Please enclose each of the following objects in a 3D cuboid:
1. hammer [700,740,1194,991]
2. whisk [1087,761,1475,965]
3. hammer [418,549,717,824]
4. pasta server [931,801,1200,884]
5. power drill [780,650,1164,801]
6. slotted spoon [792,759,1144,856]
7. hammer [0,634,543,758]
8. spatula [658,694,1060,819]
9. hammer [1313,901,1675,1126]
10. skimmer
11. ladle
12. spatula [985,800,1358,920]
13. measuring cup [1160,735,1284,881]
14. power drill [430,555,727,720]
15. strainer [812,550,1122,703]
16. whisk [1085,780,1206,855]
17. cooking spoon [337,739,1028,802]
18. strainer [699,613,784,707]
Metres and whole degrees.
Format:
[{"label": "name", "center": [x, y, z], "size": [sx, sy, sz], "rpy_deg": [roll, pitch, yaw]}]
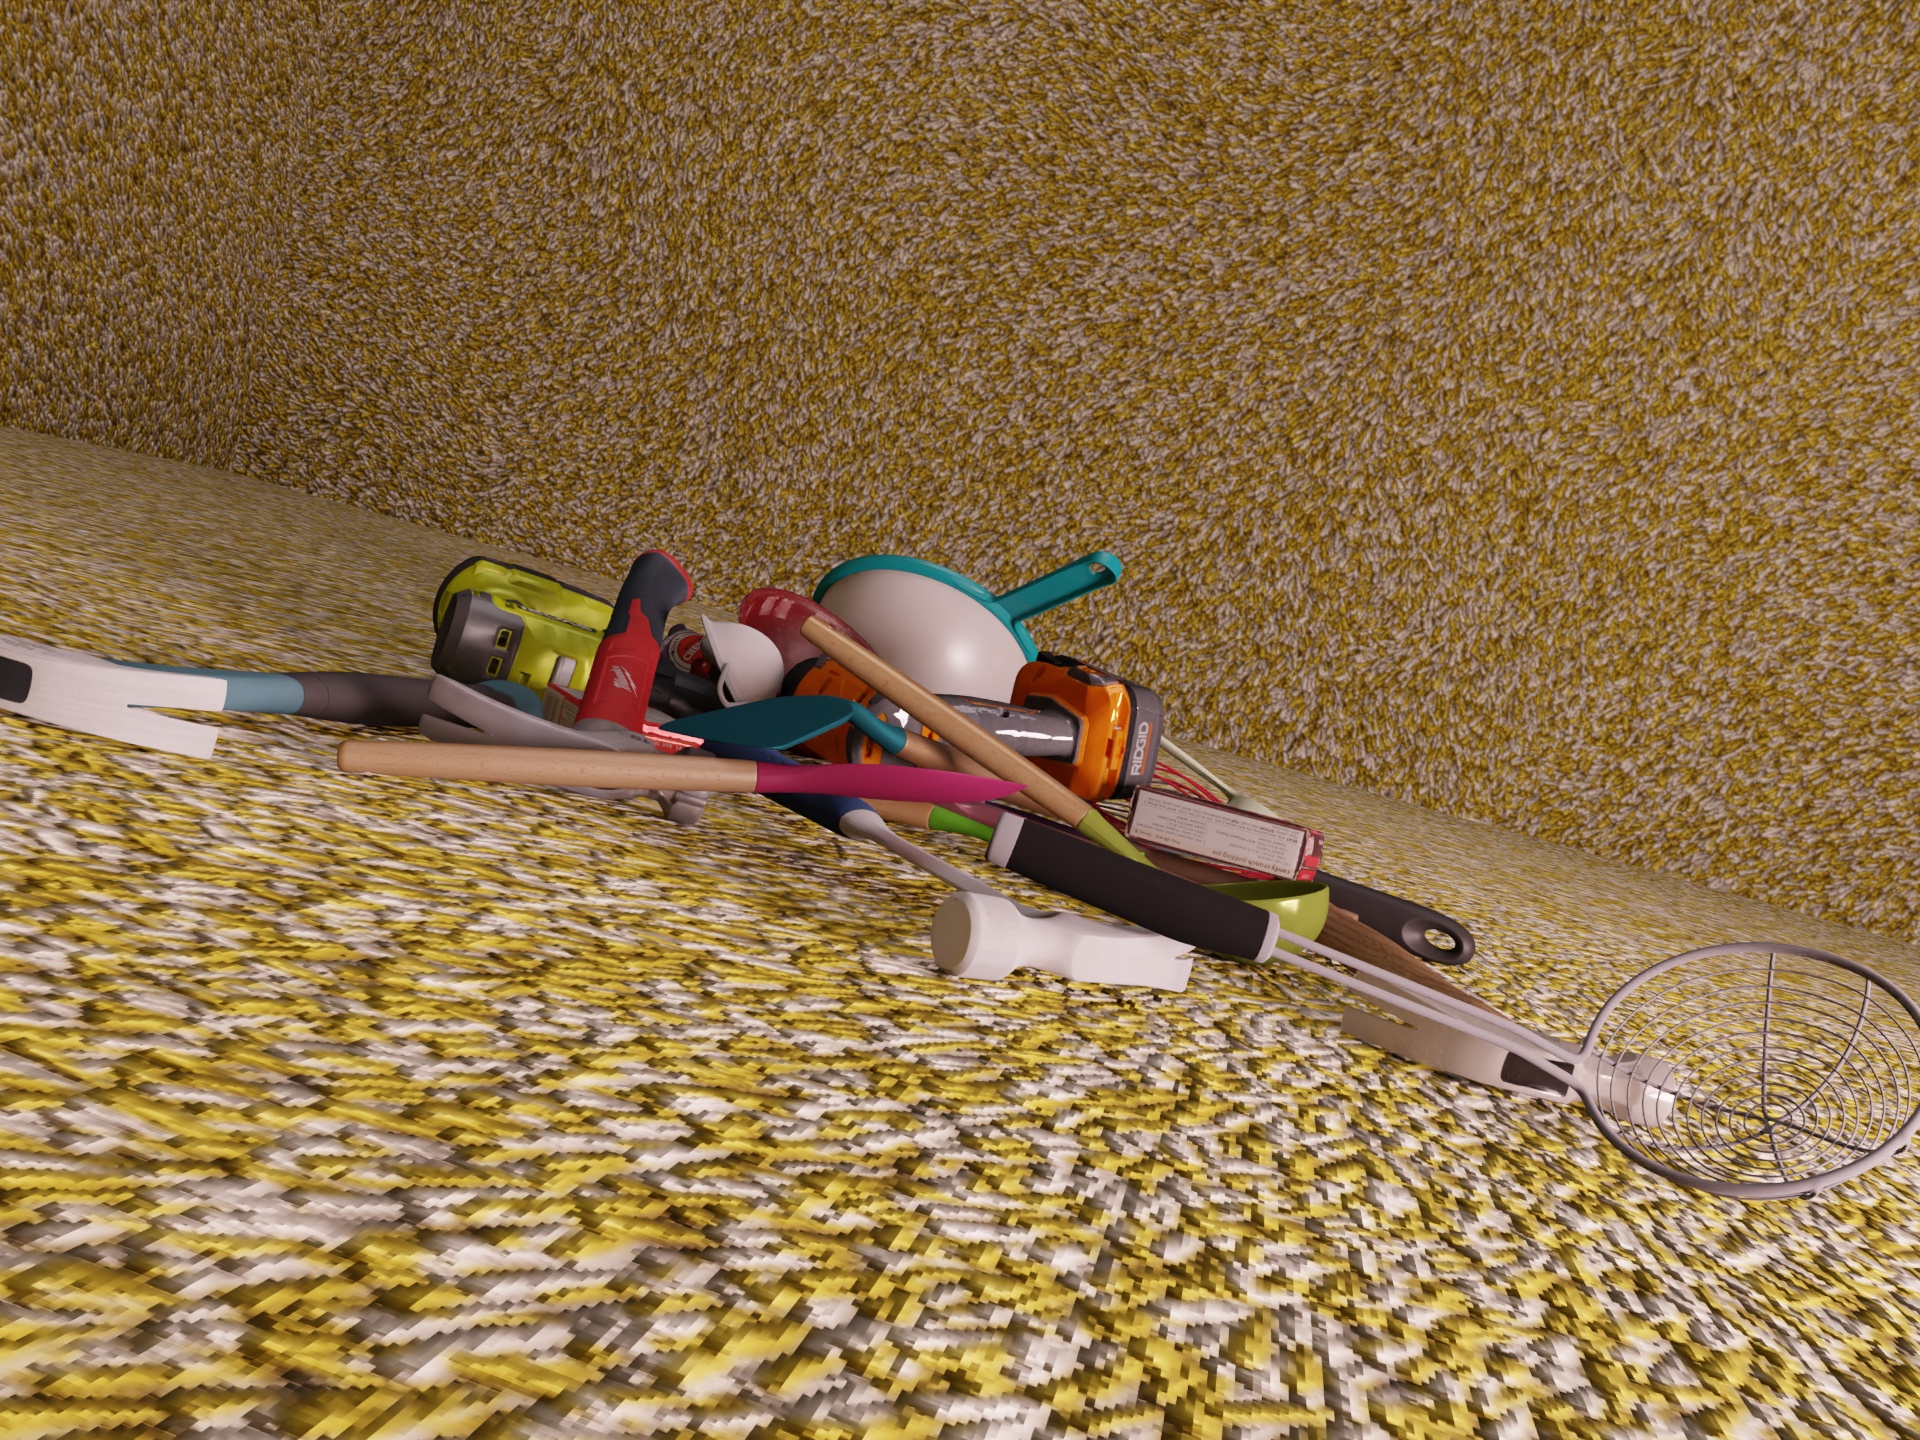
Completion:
[{"label": "hammer", "center": [-0.041, 0.059, 0.821], "size": [0.144, 0.035, 0.406], "rpy_deg": [12, 5, -33]}, {"label": "whisk", "center": [0.204, 0.095, 1.072], "size": [0.296, 0.073, 0.073], "rpy_deg": [23, 8, 28]}, {"label": "hammer", "center": [-0.212, -0.046, 0.945], "size": [0.143, 0.038, 0.387], "rpy_deg": [19, 16, -13]}, {"label": "pasta server", "center": [0.063, 0.071, 1.019], "size": [0.316, 0.040, 0.060], "rpy_deg": [20, 14, 36]}, {"label": "power drill", "center": [-0.002, -0.003, 1.033], "size": [0.226, 0.084, 0.164], "rpy_deg": [2, 14, -30]}, {"label": "slotted spoon", "center": [-0.038, 0.053, 0.972], "size": [0.314, 0.031, 0.070], "rpy_deg": [15, 4, 25]}, {"label": "hammer", "center": [-0.322, -0.013, 0.777], "size": [0.128, 0.033, 0.331], "rpy_deg": [16, 4, 22]}, {"label": "spatula", "center": [-0.025, 0.028, 0.879], "size": [0.082, 0.044, 0.317], "rpy_deg": [8, -10, 38]}, {"label": "hammer", "center": [0.227, 0.132, 0.838], "size": [0.130, 0.031, 0.331], "rpy_deg": [15, 4, -8]}, {"label": "skimmer", "center": [0.190, 0.090, 0.636], "size": [0.363, 0.090, 0.127], "rpy_deg": [21, 42, 3]}, {"label": "ladle", "center": [0.051, 0.027, 0.847], "size": [0.320, 0.062, 0.078], "rpy_deg": [35, 8, 10]}, {"label": "spatula", "center": [0.111, 0.090, 1.069], "size": [0.316, 0.018, 0.059], "rpy_deg": [16, 5, 25]}, {"label": "measuring cup", "center": [0.180, 0.063, 1.148], "size": [0.167, 0.038, 0.083], "rpy_deg": [39, -8, 5]}, {"label": "power drill", "center": [-0.275, -0.047, 1.112], "size": [0.190, 0.080, 0.229], "rpy_deg": [18, 5, -26]}, {"label": "strainer", "center": [-0.004, -0.048, 1.285], "size": [0.210, 0.095, 0.340], "rpy_deg": [42, -37, -22]}, {"label": "whisk", "center": [0.075, 0.059, 1.203], "size": [0.239, 0.055, 0.055], "rpy_deg": [11, 3, 9]}, {"label": "cooking spoon", "center": [-0.122, 0.026, 0.746], "size": [0.318, 0.017, 0.069], "rpy_deg": [4, -8, -16]}, {"label": "strainer", "center": [-0.155, -0.042, 1.077], "size": [0.050, 0.086, 0.258], "rpy_deg": [-26, 14, -10]}]
